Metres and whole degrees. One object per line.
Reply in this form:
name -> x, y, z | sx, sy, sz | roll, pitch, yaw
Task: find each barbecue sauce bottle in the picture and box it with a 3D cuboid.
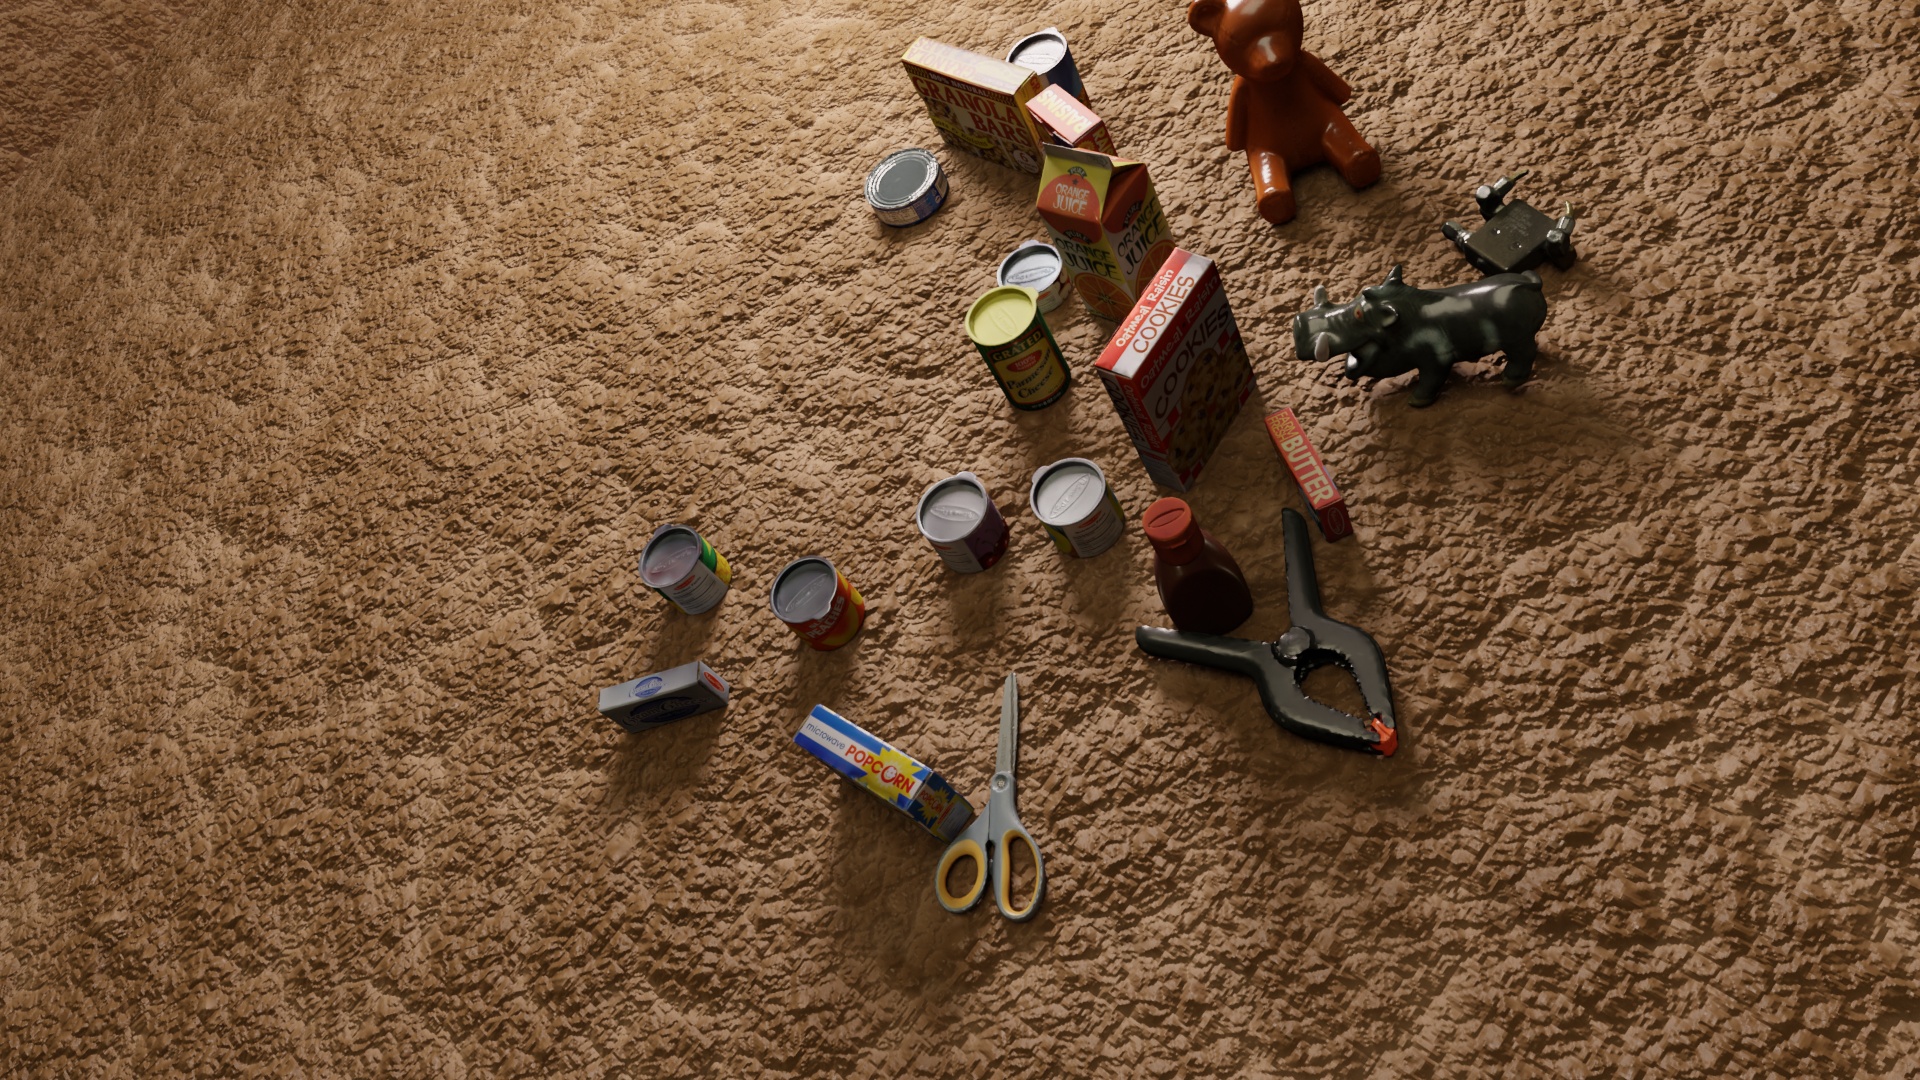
barbecue sauce bottle -> 0.174, 0.021, 1.041 | 0.065, 0.148, 0.044 | -25, 53, 10

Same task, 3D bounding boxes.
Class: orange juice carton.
orange juice carton -> 0.130, -0.277, 1.224 | 0.072, 0.192, 0.073 | 25, 73, 35

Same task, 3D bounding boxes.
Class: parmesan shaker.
parmesan shaker -> 0.056, -0.173, 1.249 | 0.071, 0.102, 0.071 | -12, 56, 18

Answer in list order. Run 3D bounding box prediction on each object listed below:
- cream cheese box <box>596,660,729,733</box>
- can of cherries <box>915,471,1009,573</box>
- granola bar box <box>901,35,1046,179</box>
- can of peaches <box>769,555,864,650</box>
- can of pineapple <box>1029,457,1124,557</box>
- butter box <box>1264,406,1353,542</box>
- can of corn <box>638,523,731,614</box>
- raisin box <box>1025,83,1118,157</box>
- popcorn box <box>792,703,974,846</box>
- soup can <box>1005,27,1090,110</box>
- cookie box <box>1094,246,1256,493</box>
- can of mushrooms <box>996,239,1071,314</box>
cream cheese box -> -0.263, 0.140, 1.231 | 0.104, 0.053, 0.024 | -17, 54, 15
can of cherries -> 0.004, -0.015, 1.201 | 0.071, 0.058, 0.072 | -12, 56, 18
granola bar box -> 0.027, -0.441, 1.421 | 0.166, 0.124, 0.039 | 31, 77, 36
can of peaches -> -0.124, 0.057, 1.215 | 0.071, 0.058, 0.071 | -12, 56, 18
can of pineapple -> 0.098, -0.028, 1.166 | 0.071, 0.057, 0.071 | -12, 56, 18
butter box -> 0.275, -0.053, 1.101 | 0.024, 0.053, 0.104 | -26, 52, 9
can of corn -> -0.257, 0.026, 1.298 | 0.071, 0.058, 0.071 | -12, 56, 18
raisin box -> 0.117, -0.366, 1.331 | 0.040, 0.123, 0.086 | -38, 52, 0
popcorn box -> -0.061, 0.183, 1.088 | 0.127, 0.085, 0.038 | 24, 73, 35
soup can -> 0.093, -0.474, 1.437 | 0.071, 0.083, 0.071 | -12, 56, 18
cookie box -> 0.177, -0.135, 1.127 | 0.040, 0.167, 0.123 | 24, 73, 35
can of mushrooms -> 0.072, -0.253, 1.338 | 0.071, 0.033, 0.071 | -12, 55, 18
